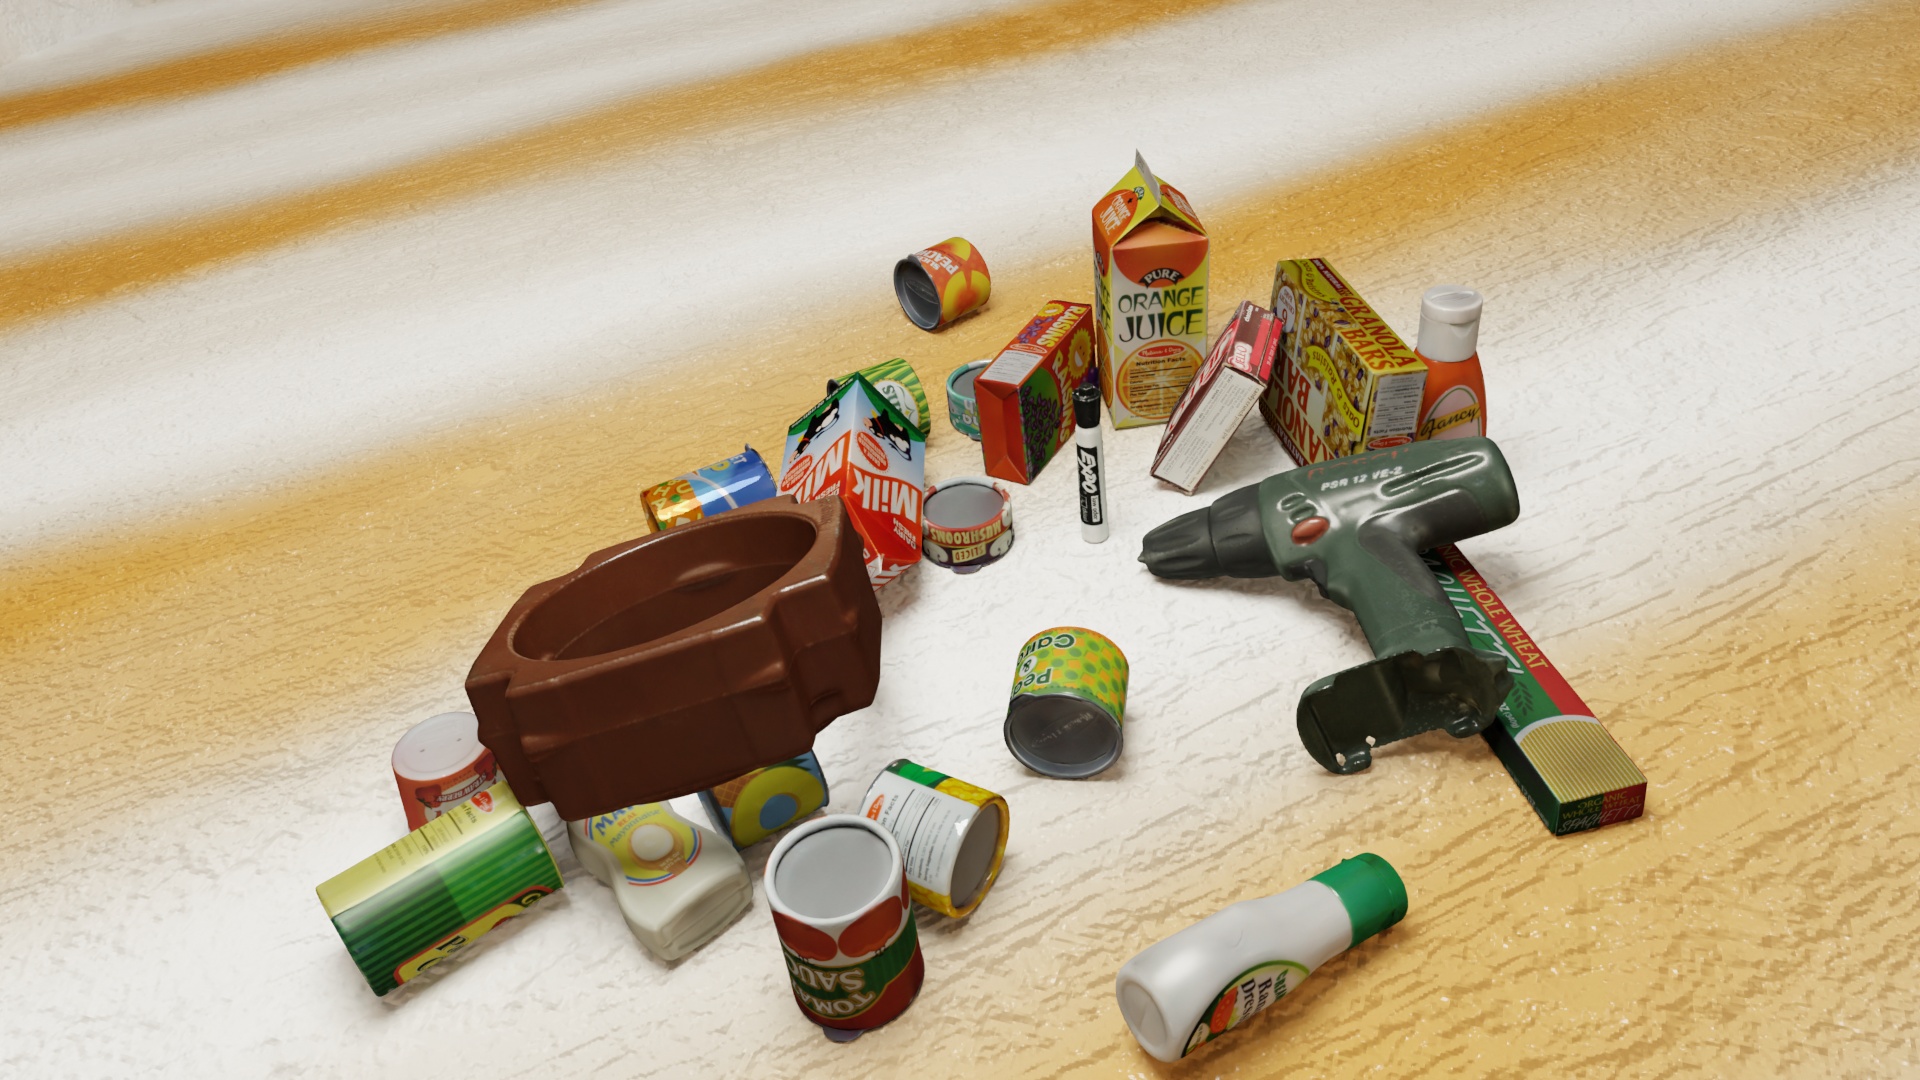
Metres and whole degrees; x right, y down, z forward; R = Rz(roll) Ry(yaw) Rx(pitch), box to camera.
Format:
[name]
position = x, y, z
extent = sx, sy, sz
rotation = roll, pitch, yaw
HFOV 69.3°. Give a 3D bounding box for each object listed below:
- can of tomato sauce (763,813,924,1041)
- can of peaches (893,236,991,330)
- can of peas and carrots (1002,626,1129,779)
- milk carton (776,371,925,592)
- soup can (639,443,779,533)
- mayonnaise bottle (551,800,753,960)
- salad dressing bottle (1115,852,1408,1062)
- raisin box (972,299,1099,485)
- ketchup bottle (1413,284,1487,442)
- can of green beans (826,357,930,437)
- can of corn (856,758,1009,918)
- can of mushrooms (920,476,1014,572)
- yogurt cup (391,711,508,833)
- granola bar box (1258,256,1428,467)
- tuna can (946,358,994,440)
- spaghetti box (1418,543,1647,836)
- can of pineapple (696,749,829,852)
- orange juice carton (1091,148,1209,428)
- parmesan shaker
[can of tomato sauce]
position = -0.056, 0.184, 0.663
extent = 0.071, 0.082, 0.071
rotation = -5, 37, 4
[can of peaches]
position = -0.016, -0.224, 1.199
extent = 0.058, 0.071, 0.071
rotation = -29, 42, -28
[can of peas and carrots]
position = 0.059, 0.089, 0.779
extent = 0.071, 0.070, 0.059
rotation = 1, 37, 11
[milk carton]
position = -0.074, -0.022, 0.924
extent = 0.072, 0.073, 0.191
rotation = -34, 30, 24
[soup can]
position = -0.172, -0.021, 0.961
extent = 0.084, 0.071, 0.071
rotation = -22, 40, -18
[mayonnaise bottle]
position = -0.177, 0.160, 0.749
extent = 0.065, 0.041, 0.148
rotation = -34, 45, -28
[salad dressing bottle]
position = 0.143, 0.189, 0.646
extent = 0.148, 0.064, 0.044
rotation = -19, 46, -26
[raisin box]
position = 0.059, -0.112, 1.028
extent = 0.040, 0.085, 0.124
rotation = 13, 42, 27
[ketchup bottle]
position = 0.315, -0.094, 0.911
extent = 0.065, 0.148, 0.044
rotation = -11, 36, -5
[can of green beans]
position = -0.062, -0.099, 1.047
extent = 0.058, 0.071, 0.071
rotation = -20, 39, -17
[can of corn]
position = -0.014, 0.153, 0.714
extent = 0.058, 0.070, 0.071
rotation = 16, 43, 26
[can of mushrooms]
position = 0.003, -0.012, 0.950
extent = 0.071, 0.033, 0.071
rotation = -4, 37, 3
[yogurt cup]
position = -0.287, 0.135, 0.790
extent = 0.072, 0.053, 0.073
rotation = -4, 36, 3
[granola bar box]
position = 0.255, -0.102, 0.951
extent = 0.039, 0.123, 0.166
rotation = -7, 37, -8
[tuna can]
position = 0.022, -0.110, 1.075
extent = 0.071, 0.032, 0.071
rotation = -5, 37, 4
[spaghetti box]
position = 0.302, 0.065, 0.804
extent = 0.050, 0.028, 0.251
rotation = -12, 38, -5
[can of pineapple]
position = -0.112, 0.127, 0.758
extent = 0.058, 0.070, 0.071
rotation = -25, 41, -21
[orange juice carton]
position = 0.139, -0.184, 1.022
extent = 0.073, 0.191, 0.072
rotation = -8, 36, -2
[parmesan shaker]
position = -0.269, 0.179, 0.721
extent = 0.103, 0.071, 0.071
rotation = -30, 43, -26
